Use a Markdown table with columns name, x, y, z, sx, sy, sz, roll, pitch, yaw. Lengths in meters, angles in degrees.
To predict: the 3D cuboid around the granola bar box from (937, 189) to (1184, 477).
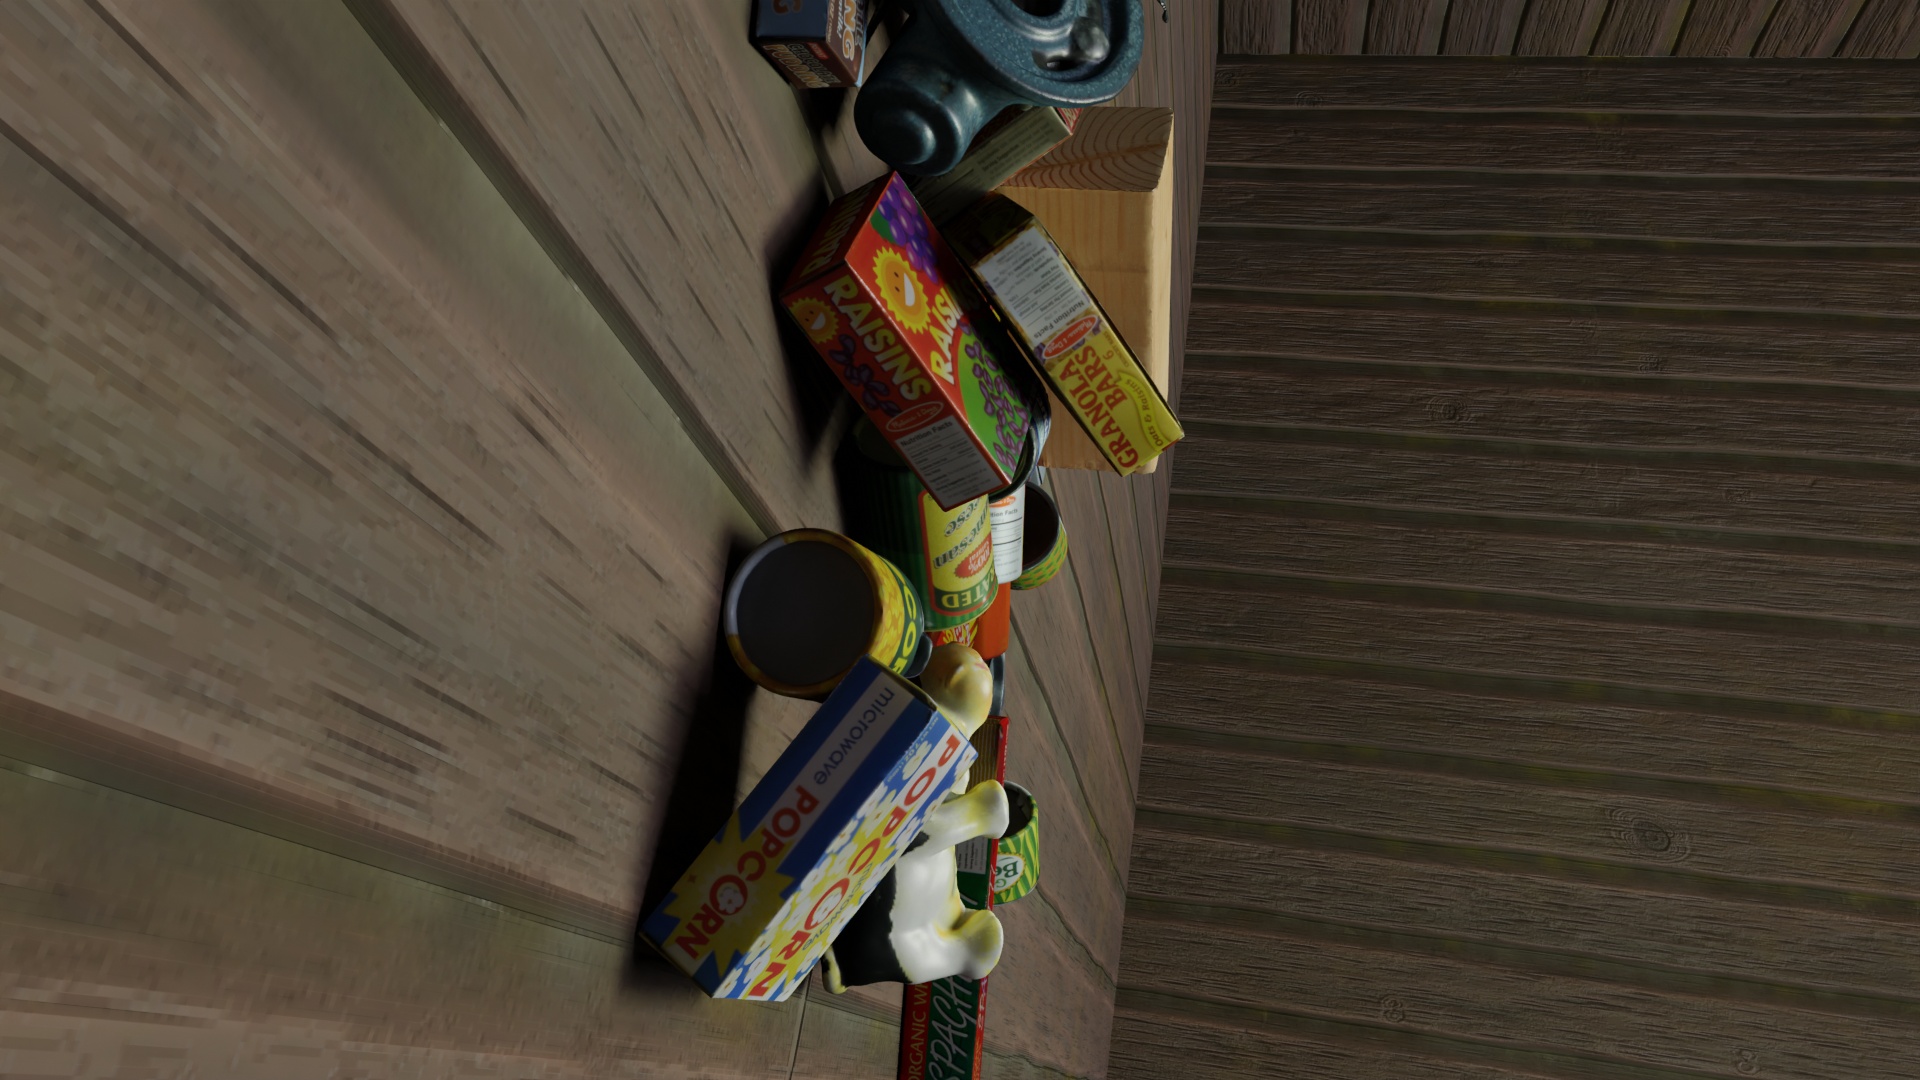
| name | x | y | z | sx | sy | sz | roll | pitch | yaw |
| --- | --- | --- | --- | --- | --- | --- | --- | --- | --- |
| granola bar box | 0.045 | -0.110 | 0.692 | 0.124 | 0.039 | 0.166 | 52 | 6 | -19 |

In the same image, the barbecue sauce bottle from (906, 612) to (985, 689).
| name | x | y | z | sx | sy | sz | roll | pitch | yaw |
| --- | --- | --- | --- | --- | --- | --- | --- | --- | --- |
| barbecue sauce bottle | -0.015 | 0.054 | 0.785 | 0.149 | 0.044 | 0.064 | -53 | 150 | -68 |

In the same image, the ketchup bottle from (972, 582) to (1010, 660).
| name | x | y | z | sx | sy | sz | roll | pitch | yaw |
| --- | --- | --- | --- | --- | --- | --- | --- | --- | --- |
| ketchup bottle | 0.012 | -0.001 | 0.889 | 0.065 | 0.043 | 0.148 | -33 | 127 | -75 |

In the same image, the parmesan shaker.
| name | x | y | z | sx | sy | sz | roll | pitch | yaw |
| --- | --- | --- | --- | --- | --- | --- | --- | --- | --- |
| parmesan shaker | -0.019 | -0.012 | 0.696 | 0.072 | 0.071 | 0.102 | -72 | 161 | -48 |

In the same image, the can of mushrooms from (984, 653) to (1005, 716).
| name | x | y | z | sx | sy | sz | roll | pitch | yaw |
| --- | --- | --- | --- | --- | --- | --- | --- | --- | --- |
| can of mushrooms | 0.009 | 0.103 | 0.937 | 0.071 | 0.033 | 0.071 | 2 | 92 | -78 |

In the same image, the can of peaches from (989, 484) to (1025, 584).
| name | x | y | z | sx | sy | sz | roll | pitch | yaw |
| --- | --- | --- | --- | --- | --- | --- | --- | --- | --- |
| can of peaches | 0.003 | -0.010 | 0.799 | 0.071 | 0.071 | 0.058 | -47 | 140 | -71 |

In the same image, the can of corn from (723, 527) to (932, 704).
| name | x | y | z | sx | sy | sz | roll | pitch | yaw |
| --- | --- | --- | --- | --- | --- | --- | --- | --- | --- |
| can of corn | -0.051 | 0.032 | 0.550 | 0.058 | 0.071 | 0.071 | 39 | 56 | -74 |

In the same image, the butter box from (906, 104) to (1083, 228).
| name | x | y | z | sx | sy | sz | roll | pitch | yaw |
| --- | --- | --- | --- | --- | --- | --- | --- | --- | --- |
| butter box | 0.015 | -0.199 | 0.711 | 0.024 | 0.103 | 0.053 | 48 | 33 | -21 |

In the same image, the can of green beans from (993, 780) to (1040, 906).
| name | x | y | z | sx | sy | sz | roll | pitch | yaw |
| --- | --- | --- | --- | --- | --- | --- | --- | --- | --- |
| can of green beans | 0.021 | 0.207 | 0.955 | 0.071 | 0.071 | 0.057 | -66 | 157 | -56 |

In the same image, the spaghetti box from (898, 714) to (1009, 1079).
| name | x | y | z | sx | sy | sz | roll | pitch | yaw |
| --- | --- | --- | --- | --- | --- | --- | --- | --- | --- |
| spaghetti box | -0.005 | 0.233 | 0.884 | 0.029 | 0.050 | 0.249 | -2 | 97 | -77 |

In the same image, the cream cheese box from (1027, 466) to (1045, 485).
| name | x | y | z | sx | sy | sz | roll | pitch | yaw |
| --- | --- | --- | --- | --- | --- | --- | --- | --- | --- |
| cream cheese box | 0.060 | -0.102 | 1.116 | 0.053 | 0.024 | 0.104 | 74 | 24 | -59 |

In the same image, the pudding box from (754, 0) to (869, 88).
| name | x | y | z | sx | sy | sz | roll | pitch | yaw |
| --- | --- | --- | --- | --- | --- | --- | --- | --- | --- |
| pudding box | -0.055 | -0.223 | 0.536 | 0.049 | 0.030 | 0.083 | 18 | 77 | -78 |

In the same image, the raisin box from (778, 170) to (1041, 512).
| name | x | y | z | sx | sy | sz | roll | pitch | yaw |
| --- | --- | --- | --- | --- | --- | --- | --- | --- | --- |
| raisin box | -0.018 | -0.087 | 0.606 | 0.123 | 0.040 | 0.086 | 52 | 33 | -26 |

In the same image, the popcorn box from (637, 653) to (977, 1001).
| name | x | y | z | sx | sy | sz | roll | pitch | yaw |
| --- | --- | --- | --- | --- | --- | --- | --- | --- | --- |
| popcorn box | -0.051 | 0.110 | 0.519 | 0.127 | 0.038 | 0.085 | -51 | 160 | -9 |

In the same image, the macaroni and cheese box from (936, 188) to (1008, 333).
| name | x | y | z | sx | sy | sz | roll | pitch | yaw |
| --- | --- | --- | --- | --- | --- | --- | --- | --- | --- |
| macaroni and cheese box | 0.019 | -0.169 | 0.870 | 0.167 | 0.040 | 0.123 | -16 | 109 | -77 |

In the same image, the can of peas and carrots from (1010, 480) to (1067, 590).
| name | x | y | z | sx | sy | sz | roll | pitch | yaw |
| --- | --- | --- | --- | --- | --- | --- | --- | --- | --- |
| can of peas and carrots | 0.037 | -0.001 | 0.960 | 0.058 | 0.071 | 0.071 | 56 | 40 | -72 |
